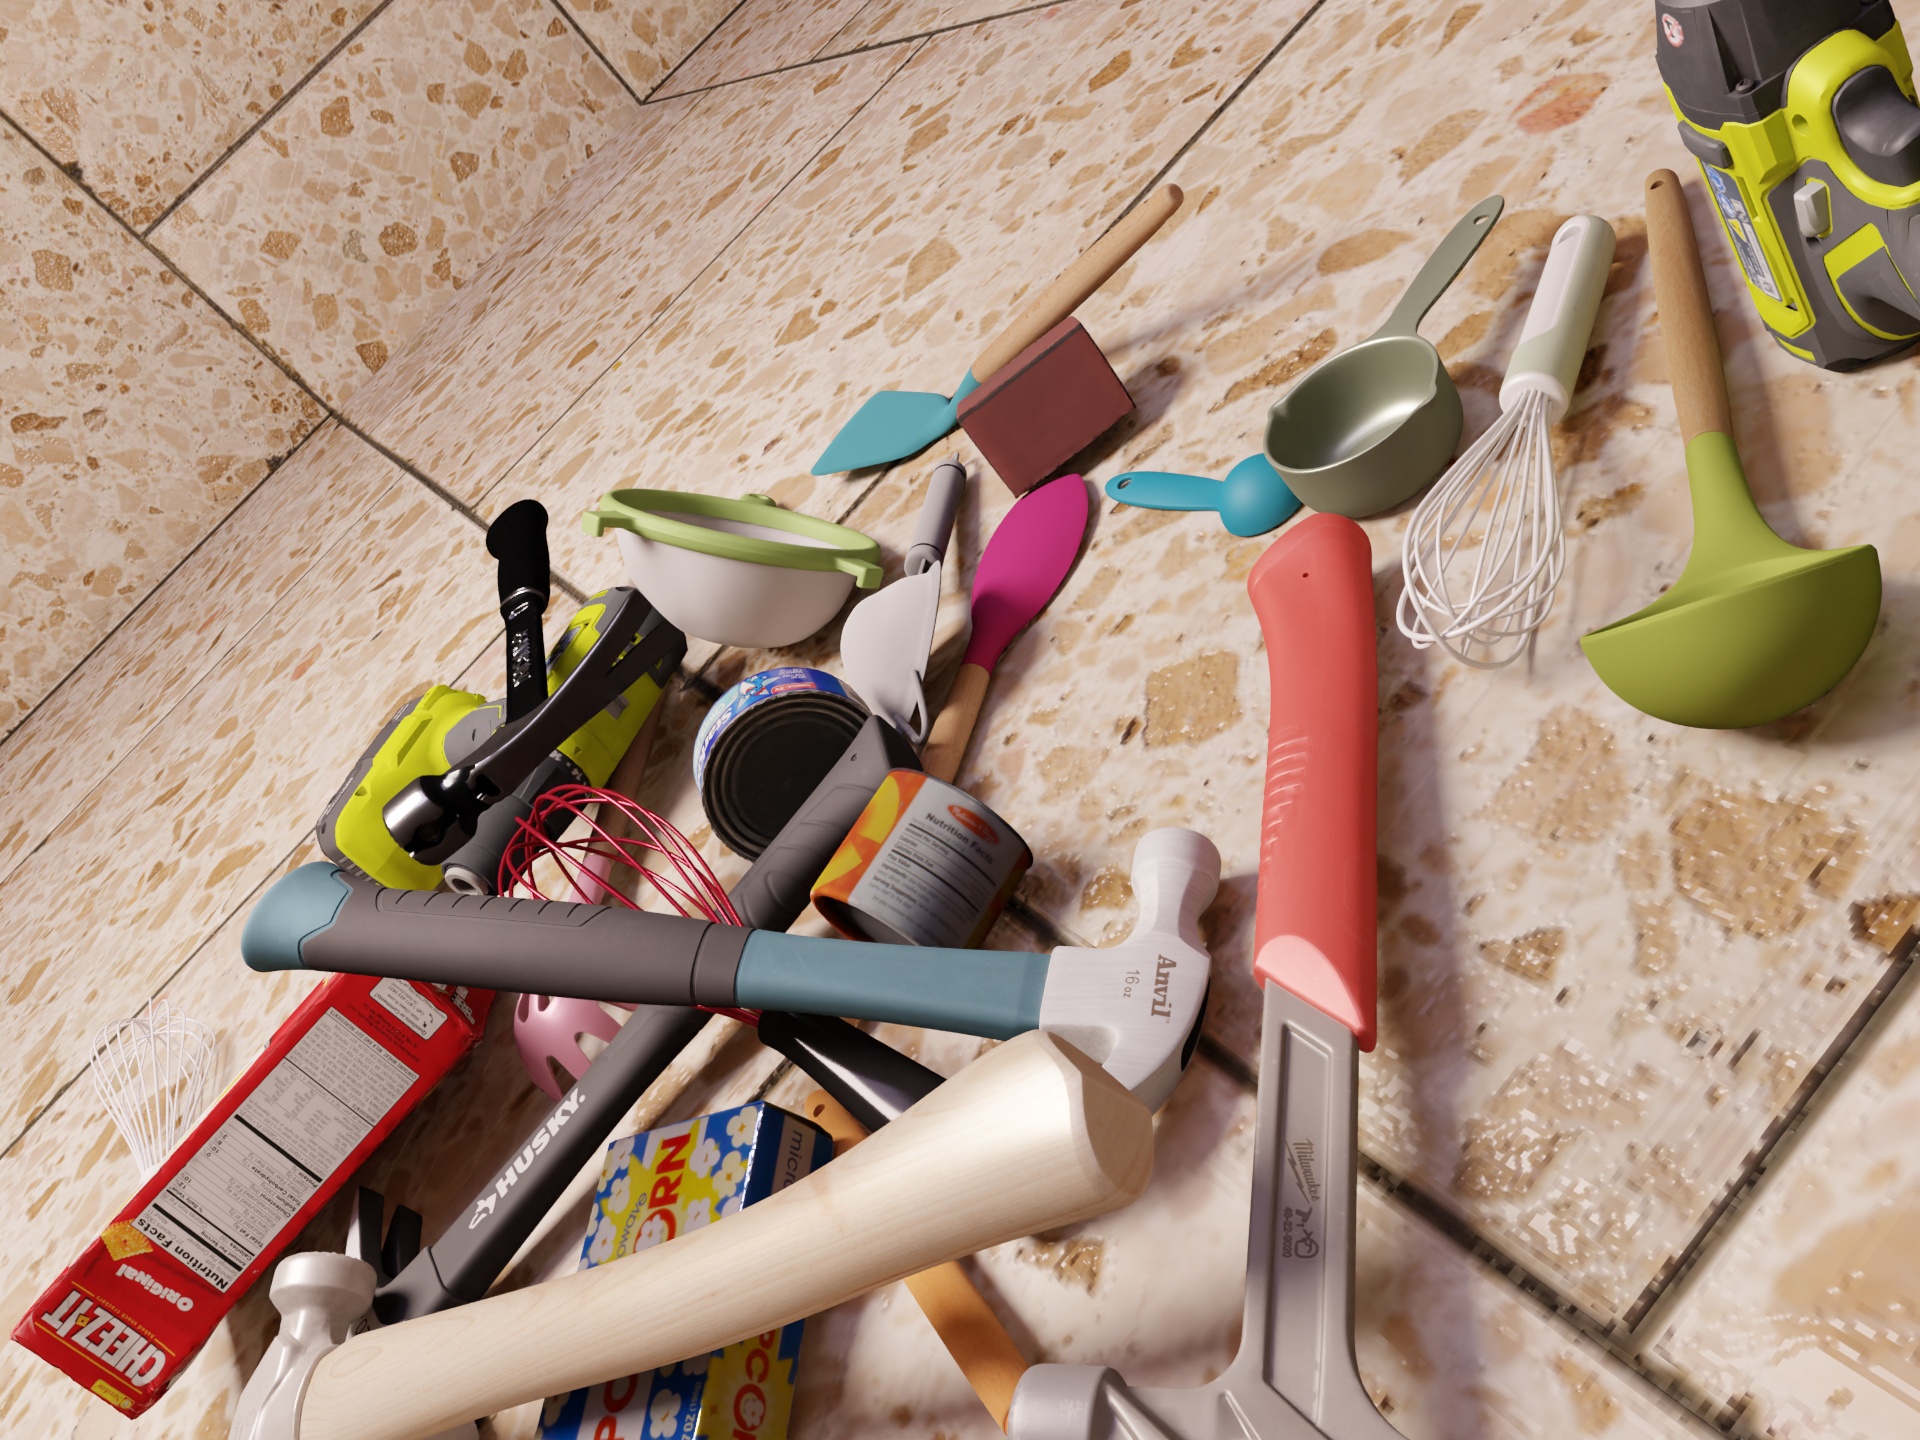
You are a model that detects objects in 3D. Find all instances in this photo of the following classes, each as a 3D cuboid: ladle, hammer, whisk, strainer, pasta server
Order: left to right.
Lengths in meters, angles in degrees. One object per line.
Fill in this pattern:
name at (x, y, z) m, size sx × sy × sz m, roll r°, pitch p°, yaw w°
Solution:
whisk at (-0.453, 0.244, 0.902) m, size 0.070 × 0.070 × 0.285 m, roll -45°, pitch 36°, yaw -3°
hammer at (-0.235, -0.061, 0.864) m, size 0.149 × 0.036 × 0.409 m, roll -40°, pitch 26°, yaw 2°
hammer at (-0.112, 0.195, 0.488) m, size 0.410 × 0.038 × 0.146 m, roll -30°, pitch 43°, yaw 32°
pasta server at (-0.179, 0.063, 0.832) m, size 0.060 × 0.040 × 0.316 m, roll -30°, pitch 29°, yaw 21°
hammer at (-0.132, 0.132, 0.657) m, size 0.335 × 0.035 × 0.146 m, roll -50°, pitch 35°, yaw -5°
hammer at (-0.084, 0.081, 0.534) m, size 0.331 × 0.033 × 0.128 m, roll 4°, pitch 48°, yaw 12°
strainer at (-0.126, -0.088, 0.906) m, size 0.256 × 0.151 × 0.069 m, roll -109°, pitch 30°, yaw -77°
whisk at (-0.077, 0.097, 0.575) m, size 0.296 × 0.073 × 0.073 m, roll 27°, pitch 72°, yaw 36°
strainer at (-0.022, -0.073, 0.787) m, size 0.259 × 0.050 × 0.086 m, roll -77°, pitch 7°, yaw -54°
hammer at (0.115, 0.055, 0.472) m, size 0.149 × 0.036 × 0.359 m, roll -8°, pitch 40°, yaw 21°
whisk at (0.205, -0.111, 0.577) m, size 0.058 × 0.059 × 0.246 m, roll -32°, pitch 24°, yaw 52°
ladle at (0.243, -0.115, 0.530) m, size 0.078 × 0.062 × 0.320 m, roll -20°, pitch 35°, yaw 33°

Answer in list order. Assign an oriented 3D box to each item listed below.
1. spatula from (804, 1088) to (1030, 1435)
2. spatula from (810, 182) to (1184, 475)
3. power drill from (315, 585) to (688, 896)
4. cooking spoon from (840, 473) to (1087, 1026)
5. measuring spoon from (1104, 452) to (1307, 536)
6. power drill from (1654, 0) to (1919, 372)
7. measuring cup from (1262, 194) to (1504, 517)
spatula at (0.014, 0.189, 0.456) m, size 0.081 × 0.041 × 0.323 m, roll -46°, pitch 27°, yaw -6°
spatula at (0.016, -0.209, 0.871) m, size 0.317 × 0.044 × 0.082 m, roll -29°, pitch 23°, yaw 56°
power drill at (-0.266, 0.032, 0.889) m, size 0.228 × 0.080 × 0.191 m, roll -19°, pitch 35°, yaw 43°
cooking spoon at (-0.001, -0.002, 0.708) m, size 0.069 × 0.017 × 0.319 m, roll -17°, pitch 39°, yaw 40°
measuring spoon at (0.102, -0.108, 0.713) m, size 0.042 × 0.021 × 0.129 m, roll -52°, pitch 33°, yaw -14°
power drill at (0.267, -0.136, 0.418) m, size 0.080 × 0.171 × 0.223 m, roll -35°, pitch 35°, yaw 14°
measuring cup at (0.188, -0.149, 0.651) m, size 0.083 × 0.038 × 0.168 m, roll 8°, pitch 56°, yaw 53°
